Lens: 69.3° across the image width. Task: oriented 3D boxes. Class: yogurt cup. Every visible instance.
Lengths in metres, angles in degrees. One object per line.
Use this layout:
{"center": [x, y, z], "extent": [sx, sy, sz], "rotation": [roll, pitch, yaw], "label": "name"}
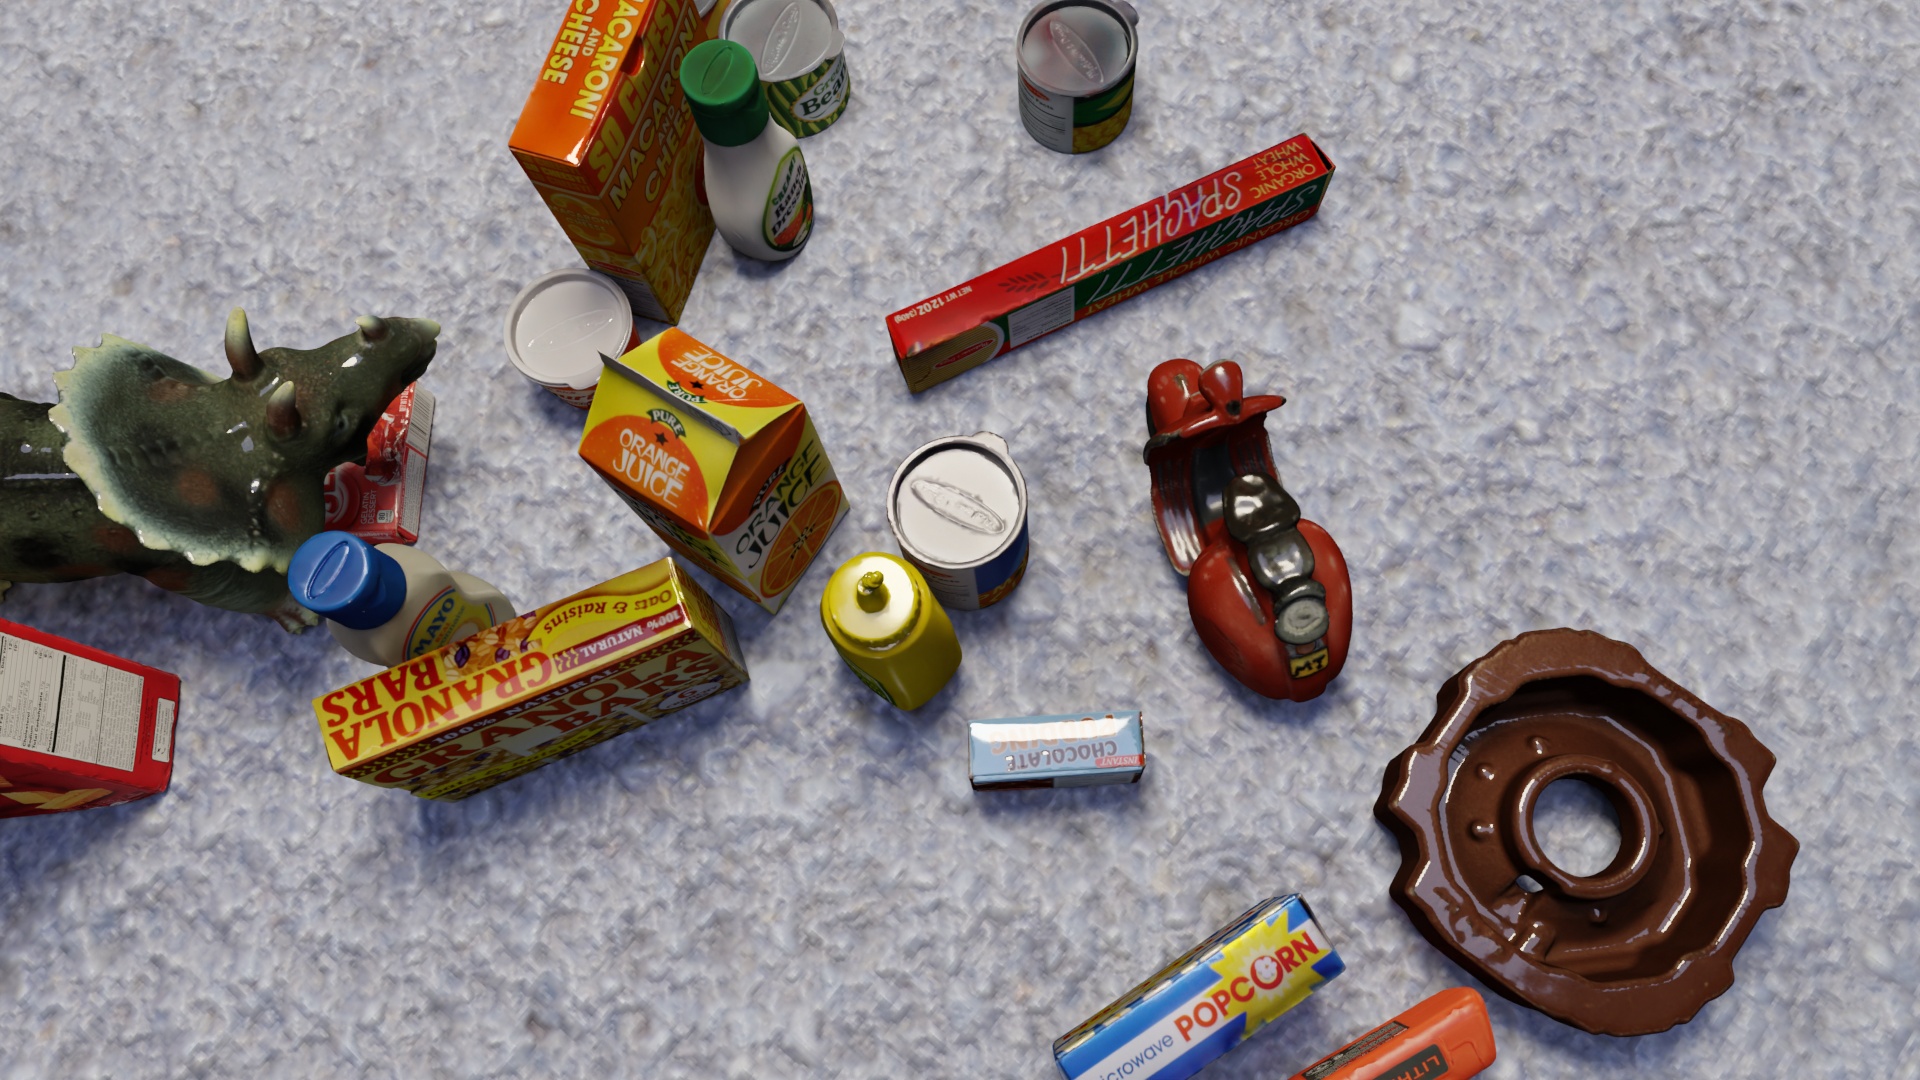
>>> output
{"center": [-0.203, -0.104, 0.744], "extent": [0.072, 0.053, 0.072], "rotation": [-1, 73, 3], "label": "yogurt cup"}

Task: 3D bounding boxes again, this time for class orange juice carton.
{"center": [-0.112, -0.034, 0.644], "extent": [0.072, 0.192, 0.073], "rotation": [31, 78, 12], "label": "orange juice carton"}

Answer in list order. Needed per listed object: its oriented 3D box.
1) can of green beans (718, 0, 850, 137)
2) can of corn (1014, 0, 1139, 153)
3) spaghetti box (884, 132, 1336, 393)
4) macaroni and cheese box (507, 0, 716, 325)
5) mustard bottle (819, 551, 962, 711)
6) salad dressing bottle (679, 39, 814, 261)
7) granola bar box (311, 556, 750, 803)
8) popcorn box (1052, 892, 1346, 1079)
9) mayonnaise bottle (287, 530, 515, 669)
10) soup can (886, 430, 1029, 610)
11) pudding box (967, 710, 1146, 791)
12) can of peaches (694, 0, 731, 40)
{"center": [-0.098, -0.272, 0.787], "extent": [0.071, 0.057, 0.071], "rotation": [-1, 73, 3], "label": "can of green beans"}
{"center": [0.066, -0.260, 0.773], "extent": [0.071, 0.058, 0.071], "rotation": [-1, 73, 3], "label": "can of corn"}
{"center": [0.080, -0.147, 0.742], "extent": [0.250, 0.050, 0.029], "rotation": [-25, 73, -4], "label": "spaghetti box"}
{"center": [-0.162, -0.204, 0.713], "extent": [0.040, 0.166, 0.124], "rotation": [15, 75, 8], "label": "macaroni and cheese box"}
{"center": [-0.035, 0.037, 0.635], "extent": [0.065, 0.160, 0.049], "rotation": [42, 80, 14], "label": "mustard bottle"}
{"center": [-0.110, -0.199, 0.718], "extent": [0.044, 0.147, 0.064], "rotation": [21, 76, 10], "label": "salad dressing bottle"}
{"center": [-0.192, 0.070, 0.653], "extent": [0.166, 0.124, 0.039], "rotation": [-22, 73, -3], "label": "granola bar box"}
{"center": [0.102, 0.207, 0.613], "extent": [0.127, 0.085, 0.038], "rotation": [-32, 74, -6], "label": "popcorn box"}
{"center": [-0.262, 0.034, 0.656], "extent": [0.041, 0.147, 0.065], "rotation": [26, 77, 11], "label": "mayonnaise bottle"}
{"center": [0.002, -0.009, 0.686], "extent": [0.071, 0.083, 0.071], "rotation": [-1, 73, 3], "label": "soup can"}
{"center": [0.045, 0.102, 0.668], "extent": [0.084, 0.049, 0.030], "rotation": [-4, 73, 2], "label": "pudding box"}
{"center": [-0.163, -0.305, 0.801], "extent": [0.071, 0.058, 0.071], "rotation": [-1, 73, 3], "label": "can of peaches"}
